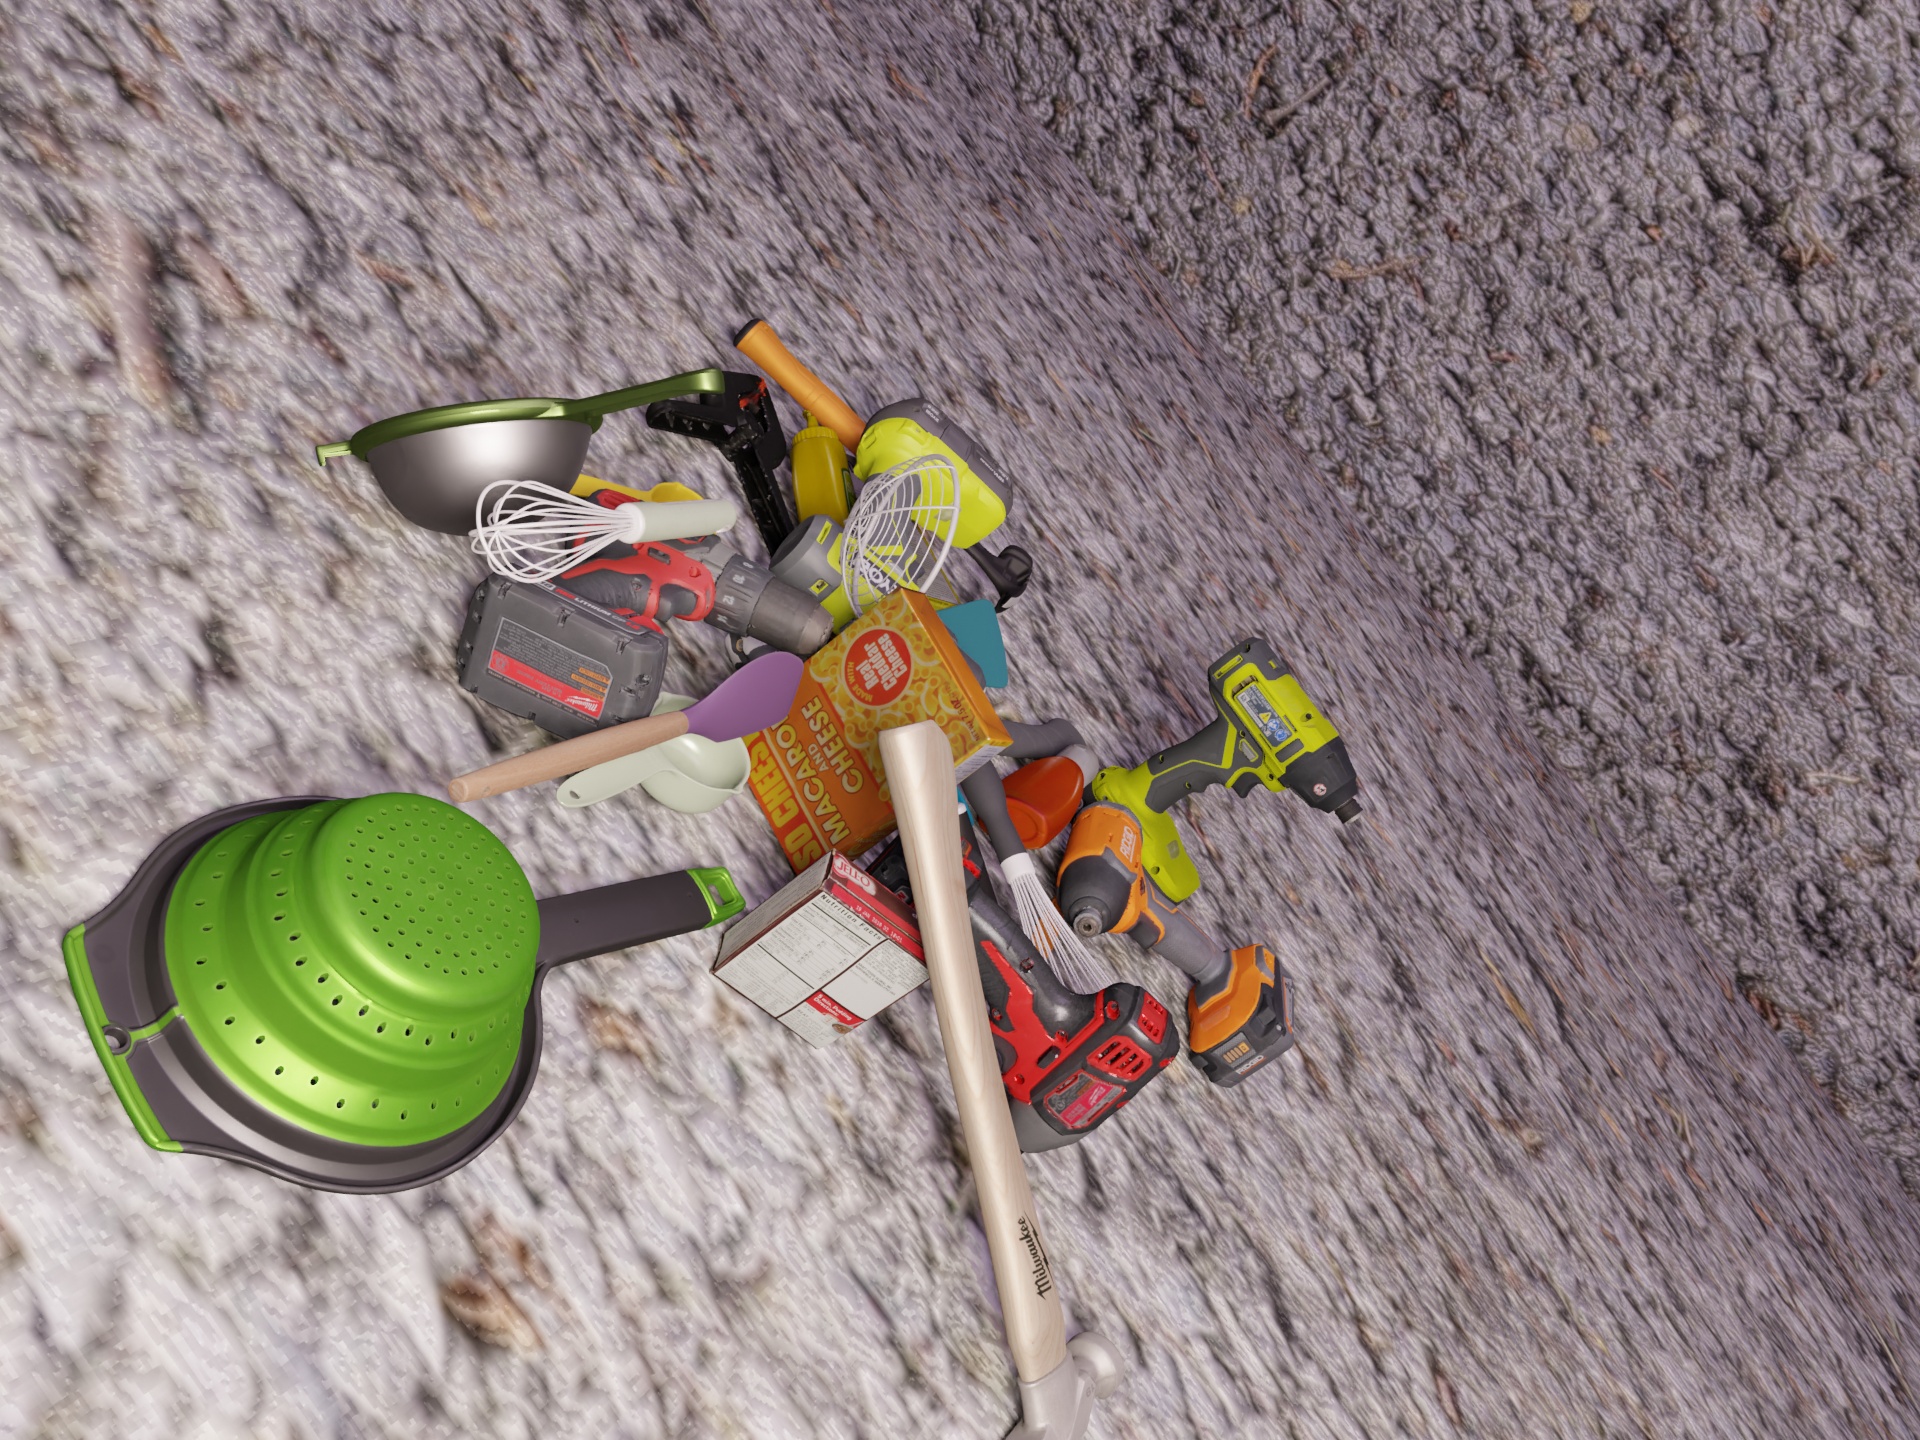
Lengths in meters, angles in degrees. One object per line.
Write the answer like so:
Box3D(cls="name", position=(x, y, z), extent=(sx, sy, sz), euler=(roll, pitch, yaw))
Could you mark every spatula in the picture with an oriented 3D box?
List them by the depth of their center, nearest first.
Box3D(cls="spatula", position=(-0.176, 0.004, 0.911), extent=(0.018, 0.059, 0.316), euler=(28, 22, 19))
Box3D(cls="spatula", position=(-0.087, -0.076, 1.253), extent=(0.317, 0.044, 0.082), euler=(9, 64, -46))

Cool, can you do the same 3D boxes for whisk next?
Box3D(cls="whisk", position=(-0.207, -0.120, 0.964), extent=(0.246, 0.058, 0.059), euler=(-22, 97, -64))
Box3D(cls="whisk", position=(0.054, 0.138, 1.173), extent=(0.070, 0.070, 0.285), euler=(10, 49, -52))

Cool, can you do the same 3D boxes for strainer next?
Box3D(cls="strainer", position=(-0.244, -0.155, 0.953), extent=(0.151, 0.256, 0.069), euler=(-14, 97, -62))

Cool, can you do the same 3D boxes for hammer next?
Box3D(cls="hammer", position=(0.006, 0.205, 0.877), extent=(0.146, 0.038, 0.410), euler=(-13, 91, -60))
Box3D(cls="hammer", position=(-0.016, 0.010, 1.275), extent=(0.408, 0.036, 0.149), euler=(7, 50, -53))
Box3D(cls="hammer", position=(-0.069, -0.223, 1.398), extent=(0.336, 0.034, 0.127), euler=(43, 24, -10))

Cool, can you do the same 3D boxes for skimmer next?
Box3D(cls="skimmer", position=(-0.002, -0.004, 1.131), extent=(0.090, 0.127, 0.363), euler=(-24, 101, -31))

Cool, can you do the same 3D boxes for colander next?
Box3D(cls="colander", position=(-0.219, 0.095, 0.792), extent=(0.397, 0.094, 0.205), euler=(-7, 61, -59))

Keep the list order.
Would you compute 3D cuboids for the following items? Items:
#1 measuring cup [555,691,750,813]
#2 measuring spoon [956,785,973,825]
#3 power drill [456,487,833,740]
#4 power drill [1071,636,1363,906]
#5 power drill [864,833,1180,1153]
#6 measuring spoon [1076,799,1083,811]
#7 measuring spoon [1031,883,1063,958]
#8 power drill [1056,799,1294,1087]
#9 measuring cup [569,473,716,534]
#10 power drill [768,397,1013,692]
Box3D(cls="measuring cup", position=(-0.196, 0.035, 0.972), extent=(0.083, 0.038, 0.167), euler=(51, 31, 8))
Box3D(cls="measuring spoon", position=(-0.031, 0.029, 1.182), extent=(0.128, 0.021, 0.042), euler=(58, 26, -8))
Box3D(cls="power drill", position=(-0.191, -0.064, 1.007), extent=(0.188, 0.080, 0.227), euler=(25, 27, 1))
Box3D(cls="power drill", position=(0.218, 0.060, 1.353), extent=(0.171, 0.223, 0.080), euler=(55, 28, 10))
Box3D(cls="power drill", position=(0.015, 0.177, 1.008), extent=(0.219, 0.143, 0.078), euler=(41, 23, -2))
Box3D(cls="measuring spoon", position=(0.065, 0.083, 1.330), extent=(0.034, 0.018, 0.124), euler=(34, 29, 18))
Box3D(cls="measuring spoon", position=(0.075, 0.156, 1.250), extent=(0.021, 0.011, 0.117), euler=(47, 27, -5))
Box3D(cls="power drill", position=(0.164, 0.181, 1.264), extent=(0.226, 0.084, 0.164), euler=(46, 23, -8))
Box3D(cls="measuring cup", position=(-0.250, -0.154, 1.152), extent=(0.156, 0.029, 0.062), euler=(11, 45, -35))
Box3D(cls="power drill", position=(-0.036, -0.131, 1.260), extent=(0.190, 0.080, 0.229), euler=(39, 45, -20))
